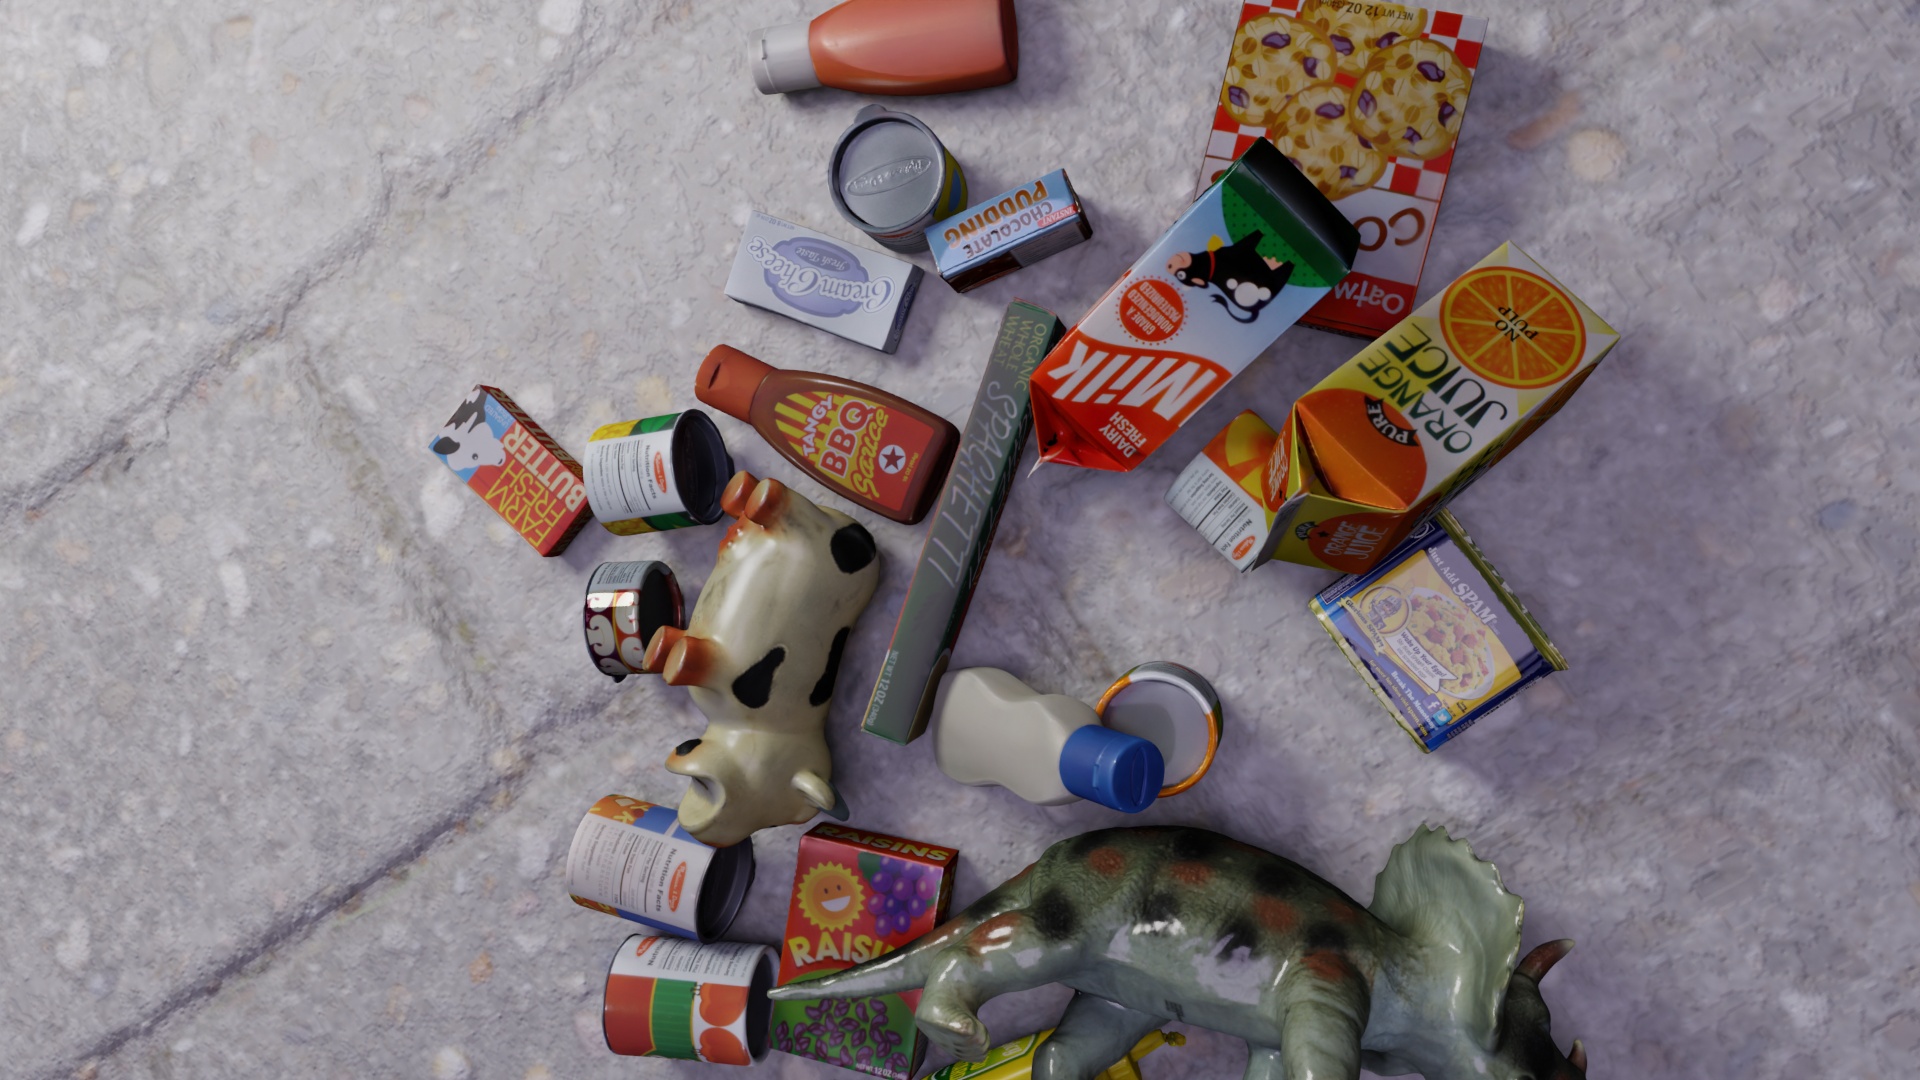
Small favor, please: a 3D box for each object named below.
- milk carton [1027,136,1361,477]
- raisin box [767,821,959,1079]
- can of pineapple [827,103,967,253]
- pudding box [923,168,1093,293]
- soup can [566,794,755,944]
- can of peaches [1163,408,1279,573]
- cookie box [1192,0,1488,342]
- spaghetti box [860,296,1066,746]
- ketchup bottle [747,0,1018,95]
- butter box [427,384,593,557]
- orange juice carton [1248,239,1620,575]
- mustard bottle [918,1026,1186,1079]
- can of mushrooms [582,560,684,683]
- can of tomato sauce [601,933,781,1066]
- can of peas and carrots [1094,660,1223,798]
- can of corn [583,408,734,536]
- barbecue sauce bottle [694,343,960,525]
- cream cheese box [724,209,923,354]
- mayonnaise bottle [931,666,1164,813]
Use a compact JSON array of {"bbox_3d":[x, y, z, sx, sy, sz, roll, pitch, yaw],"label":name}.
[{"bbox_3d":[0.103,-0.104,0.699,0.073,0.073,0.189,44,121,-4],"label":"milk carton"},{"bbox_3d":[-0.054,0.228,0.778,0.086,0.040,0.123,10,93,13],"label":"raisin box"},{"bbox_3d":[-0.034,-0.198,0.768,0.071,0.058,0.071,0,90,12],"label":"can of pineapple"},{"bbox_3d":[0.026,-0.167,0.758,0.083,0.049,0.030,-22,84,12],"label":"pudding box"},{"bbox_3d":[-0.169,0.186,0.790,0.084,0.071,0.071,11,92,17],"label":"soup can"},{"bbox_3d":[0.150,-0.027,0.723,0.058,0.071,0.071,44,98,10],"label":"can of peaches"},{"bbox_3d":[0.190,-0.196,0.727,0.123,0.040,0.167,15,93,12],"label":"cookie box"},{"bbox_3d":[0.003,-0.010,0.762,0.029,0.050,0.249,20,94,10],"label":"spaghetti box"},{"bbox_3d":[-0.044,-0.279,0.778,0.149,0.043,0.064,-4,88,13],"label":"ketchup bottle"},{"bbox_3d":[-0.265,-0.042,0.834,0.103,0.024,0.053,41,98,10],"label":"butter box"},{"bbox_3d":[0.212,-0.053,0.661,0.193,0.071,0.073,-36,71,-17],"label":"orange juice carton"},{"bbox_3d":[0.045,0.291,0.746,0.160,0.065,0.049,-23,83,4],"label":"mustard bottle"},{"bbox_3d":[-0.186,0.047,0.795,0.033,0.071,0.071,-4,89,12],"label":"can of mushrooms"},{"bbox_3d":[-0.150,0.261,0.785,0.083,0.071,0.071,1,90,12],"label":"can of tomato sauce"},{"bbox_3d":[0.104,0.101,0.734,0.071,0.059,0.071,0,89,13],"label":"can of peas and carrots"},{"bbox_3d":[-0.171,-0.038,0.793,0.058,0.071,0.071,-7,88,18],"label":"can of corn"},{"bbox_3d":[-0.078,-0.066,0.784,0.149,0.044,0.064,26,96,12],"label":"barbecue sauce bottle"},{"bbox_3d":[-0.078,-0.147,0.794,0.104,0.024,0.053,21,95,12],"label":"cream cheese box"},{"bbox_3d":[0.041,0.106,0.714,0.148,0.041,0.064,8,96,54],"label":"mayonnaise bottle"}]
